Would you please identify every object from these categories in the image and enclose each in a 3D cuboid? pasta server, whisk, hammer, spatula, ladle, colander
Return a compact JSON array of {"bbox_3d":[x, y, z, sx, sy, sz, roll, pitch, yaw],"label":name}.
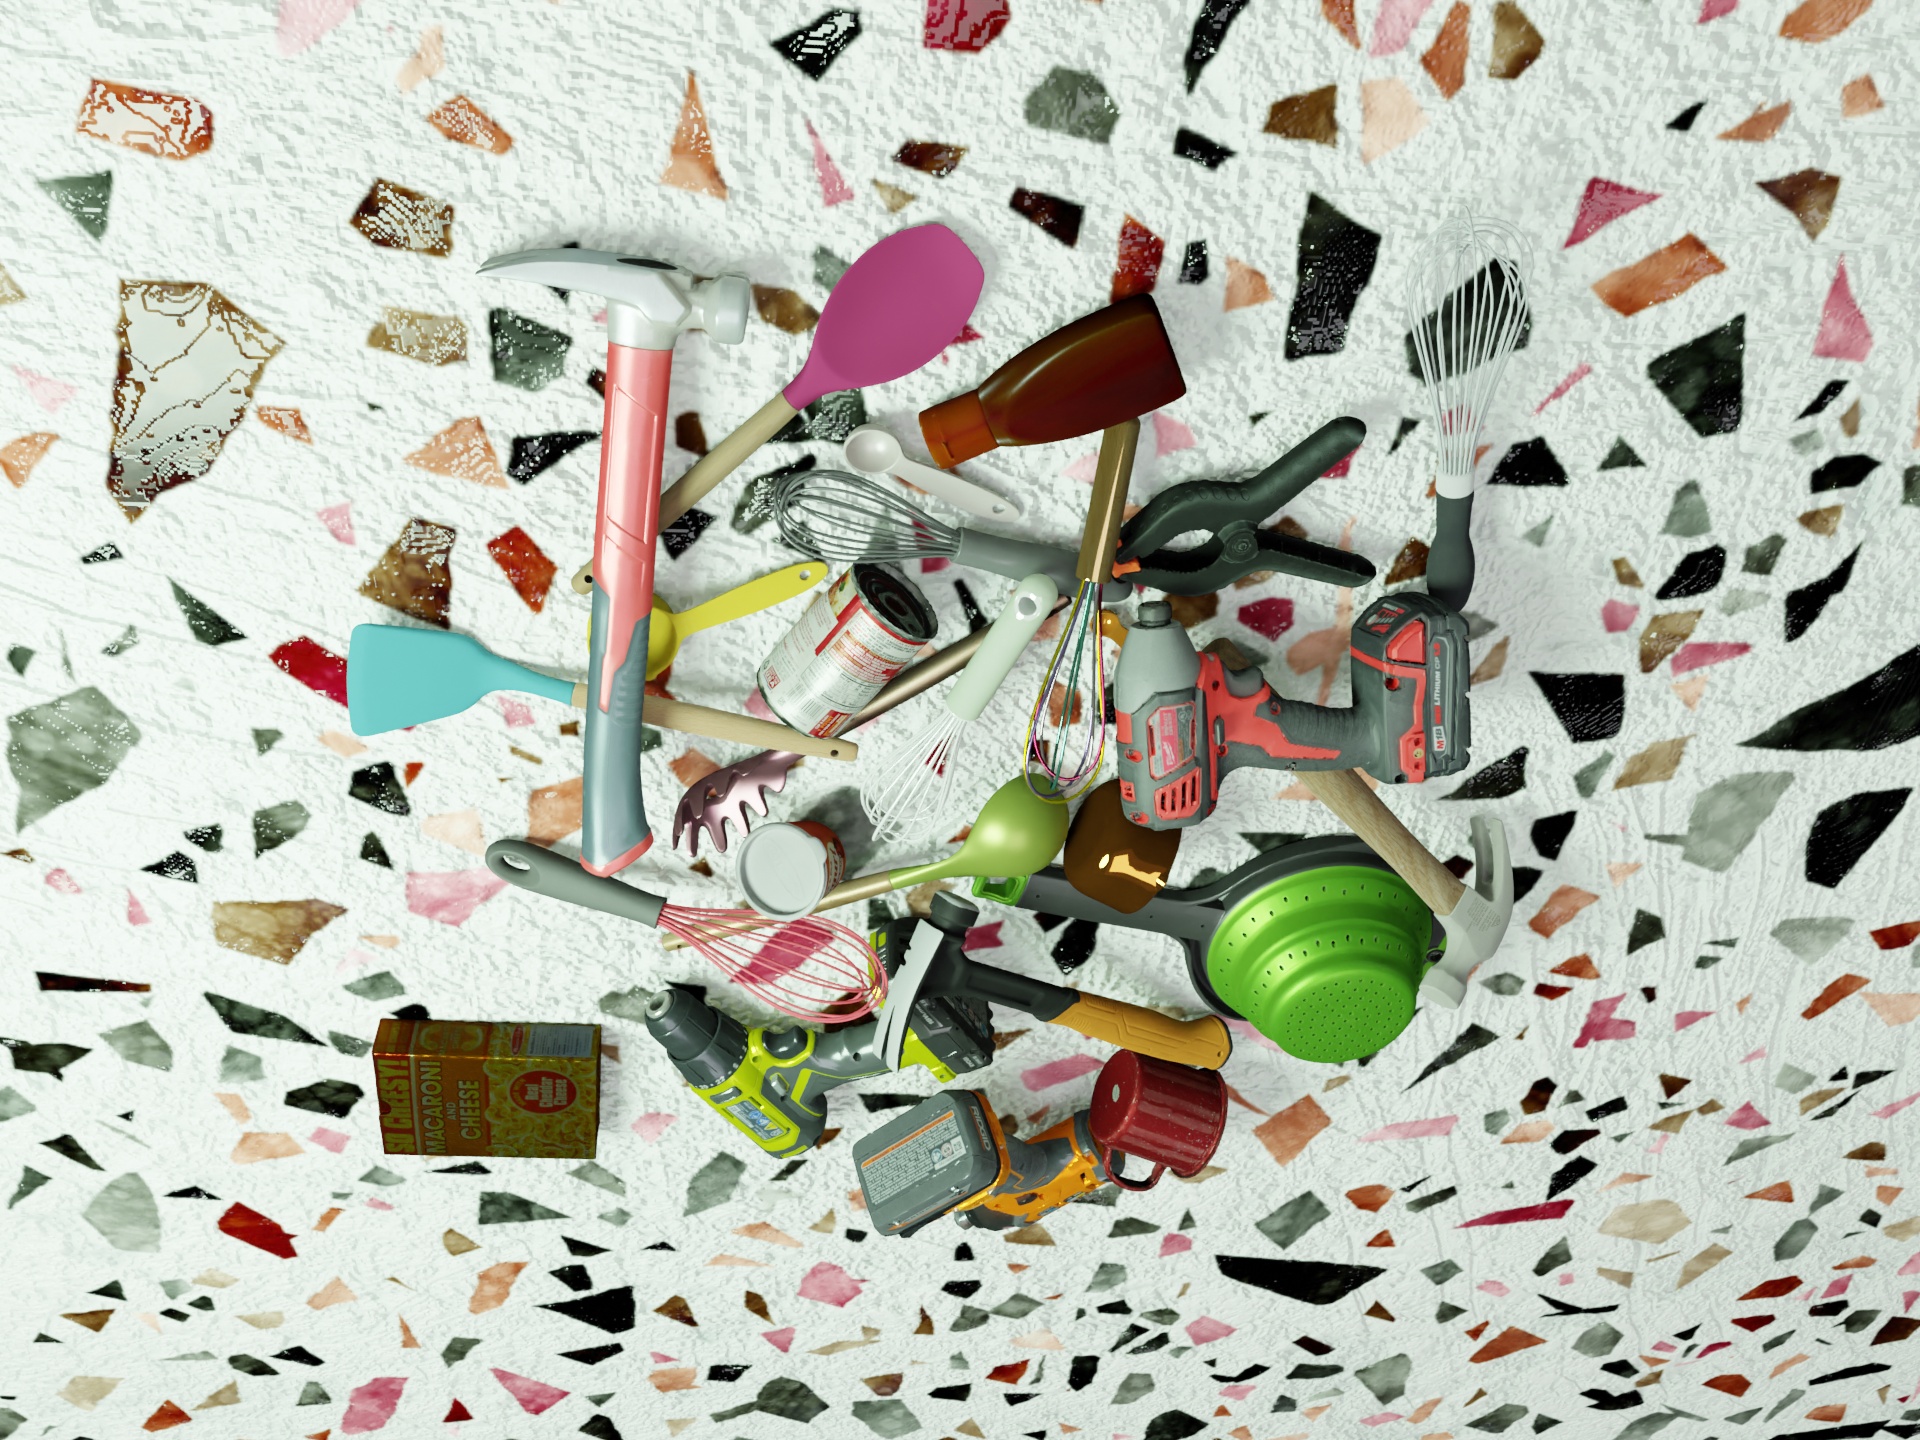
[{"bbox_3d":[-0.062,0.000,1.050,0.316,0.040,0.060,-29,152,14],"label":"pasta server"},{"bbox_3d":[-0.001,-0.105,0.968,0.238,0.055,0.055,12,126,-20],"label":"whisk"},{"bbox_3d":[0.085,0.225,1.193,0.336,0.034,0.127,22,92,-38],"label":"hammer"},{"bbox_3d":[-0.002,-0.003,1.029,0.058,0.059,0.246,38,127,6],"label":"whisk"},{"bbox_3d":[-0.190,0.140,1.110,0.296,0.073,0.073,20,125,-1],"label":"whisk"},{"bbox_3d":[-0.222,-0.004,1.008,0.317,0.044,0.082,11,120,-3],"label":"spatula"},{"bbox_3d":[0.277,0.057,1.107,0.331,0.031,0.130,42,72,-22],"label":"hammer"},{"bbox_3d":[-0.214,-0.077,0.933,0.143,0.038,0.386,6,118,-9],"label":"hammer"},{"bbox_3d":[-0.073,0.110,1.142,0.320,0.062,0.078,-17,142,16],"label":"ladle"},{"bbox_3d":[0.201,0.175,1.181,0.397,0.095,0.204,12,126,-15],"label":"colander"},{"bbox_3d":[0.080,-0.065,0.971,0.047,0.051,0.245,13,106,11],"label":"whisk"},{"bbox_3d":[0.295,-0.169,0.943,0.070,0.070,0.284,-11,134,3],"label":"whisk"}]

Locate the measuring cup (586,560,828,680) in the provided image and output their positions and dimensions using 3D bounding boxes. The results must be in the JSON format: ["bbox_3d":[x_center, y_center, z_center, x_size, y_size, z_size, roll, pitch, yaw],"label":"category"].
[{"bbox_3d":[-0.159,-0.073,0.995,0.156,0.029,0.062,-21,129,-5],"label":"measuring cup"}]

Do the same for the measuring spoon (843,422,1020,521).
[{"bbox_3d":[-0.015,-0.148,0.954,0.124,0.018,0.034,21,136,-29],"label":"measuring spoon"}]

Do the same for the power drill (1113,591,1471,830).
[{"bbox_3d":[0.204,-0.016,1.007,0.219,0.079,0.143,-8,105,-8],"label":"power drill"}]

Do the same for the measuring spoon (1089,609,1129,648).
[{"bbox_3d":[0.129,-0.043,1.056,0.116,0.011,0.021,31,120,-31],"label":"measuring spoon"}]

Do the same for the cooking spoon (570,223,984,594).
[{"bbox_3d":[-0.116,-0.170,0.920,0.319,0.017,0.068,-36,113,21],"label":"cooking spoon"}]

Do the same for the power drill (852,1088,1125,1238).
[{"bbox_3d":[0.015,0.371,1.294,0.164,0.084,0.226,-35,146,22],"label":"power drill"}]

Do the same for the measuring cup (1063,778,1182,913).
[{"bbox_3d":[0.127,0.048,1.093,0.052,0.095,0.173,23,104,-16],"label":"measuring cup"}]

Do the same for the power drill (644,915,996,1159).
[{"bbox_3d":[-0.108,0.237,1.210,0.228,0.080,0.190,-25,127,17],"label":"power drill"}]
